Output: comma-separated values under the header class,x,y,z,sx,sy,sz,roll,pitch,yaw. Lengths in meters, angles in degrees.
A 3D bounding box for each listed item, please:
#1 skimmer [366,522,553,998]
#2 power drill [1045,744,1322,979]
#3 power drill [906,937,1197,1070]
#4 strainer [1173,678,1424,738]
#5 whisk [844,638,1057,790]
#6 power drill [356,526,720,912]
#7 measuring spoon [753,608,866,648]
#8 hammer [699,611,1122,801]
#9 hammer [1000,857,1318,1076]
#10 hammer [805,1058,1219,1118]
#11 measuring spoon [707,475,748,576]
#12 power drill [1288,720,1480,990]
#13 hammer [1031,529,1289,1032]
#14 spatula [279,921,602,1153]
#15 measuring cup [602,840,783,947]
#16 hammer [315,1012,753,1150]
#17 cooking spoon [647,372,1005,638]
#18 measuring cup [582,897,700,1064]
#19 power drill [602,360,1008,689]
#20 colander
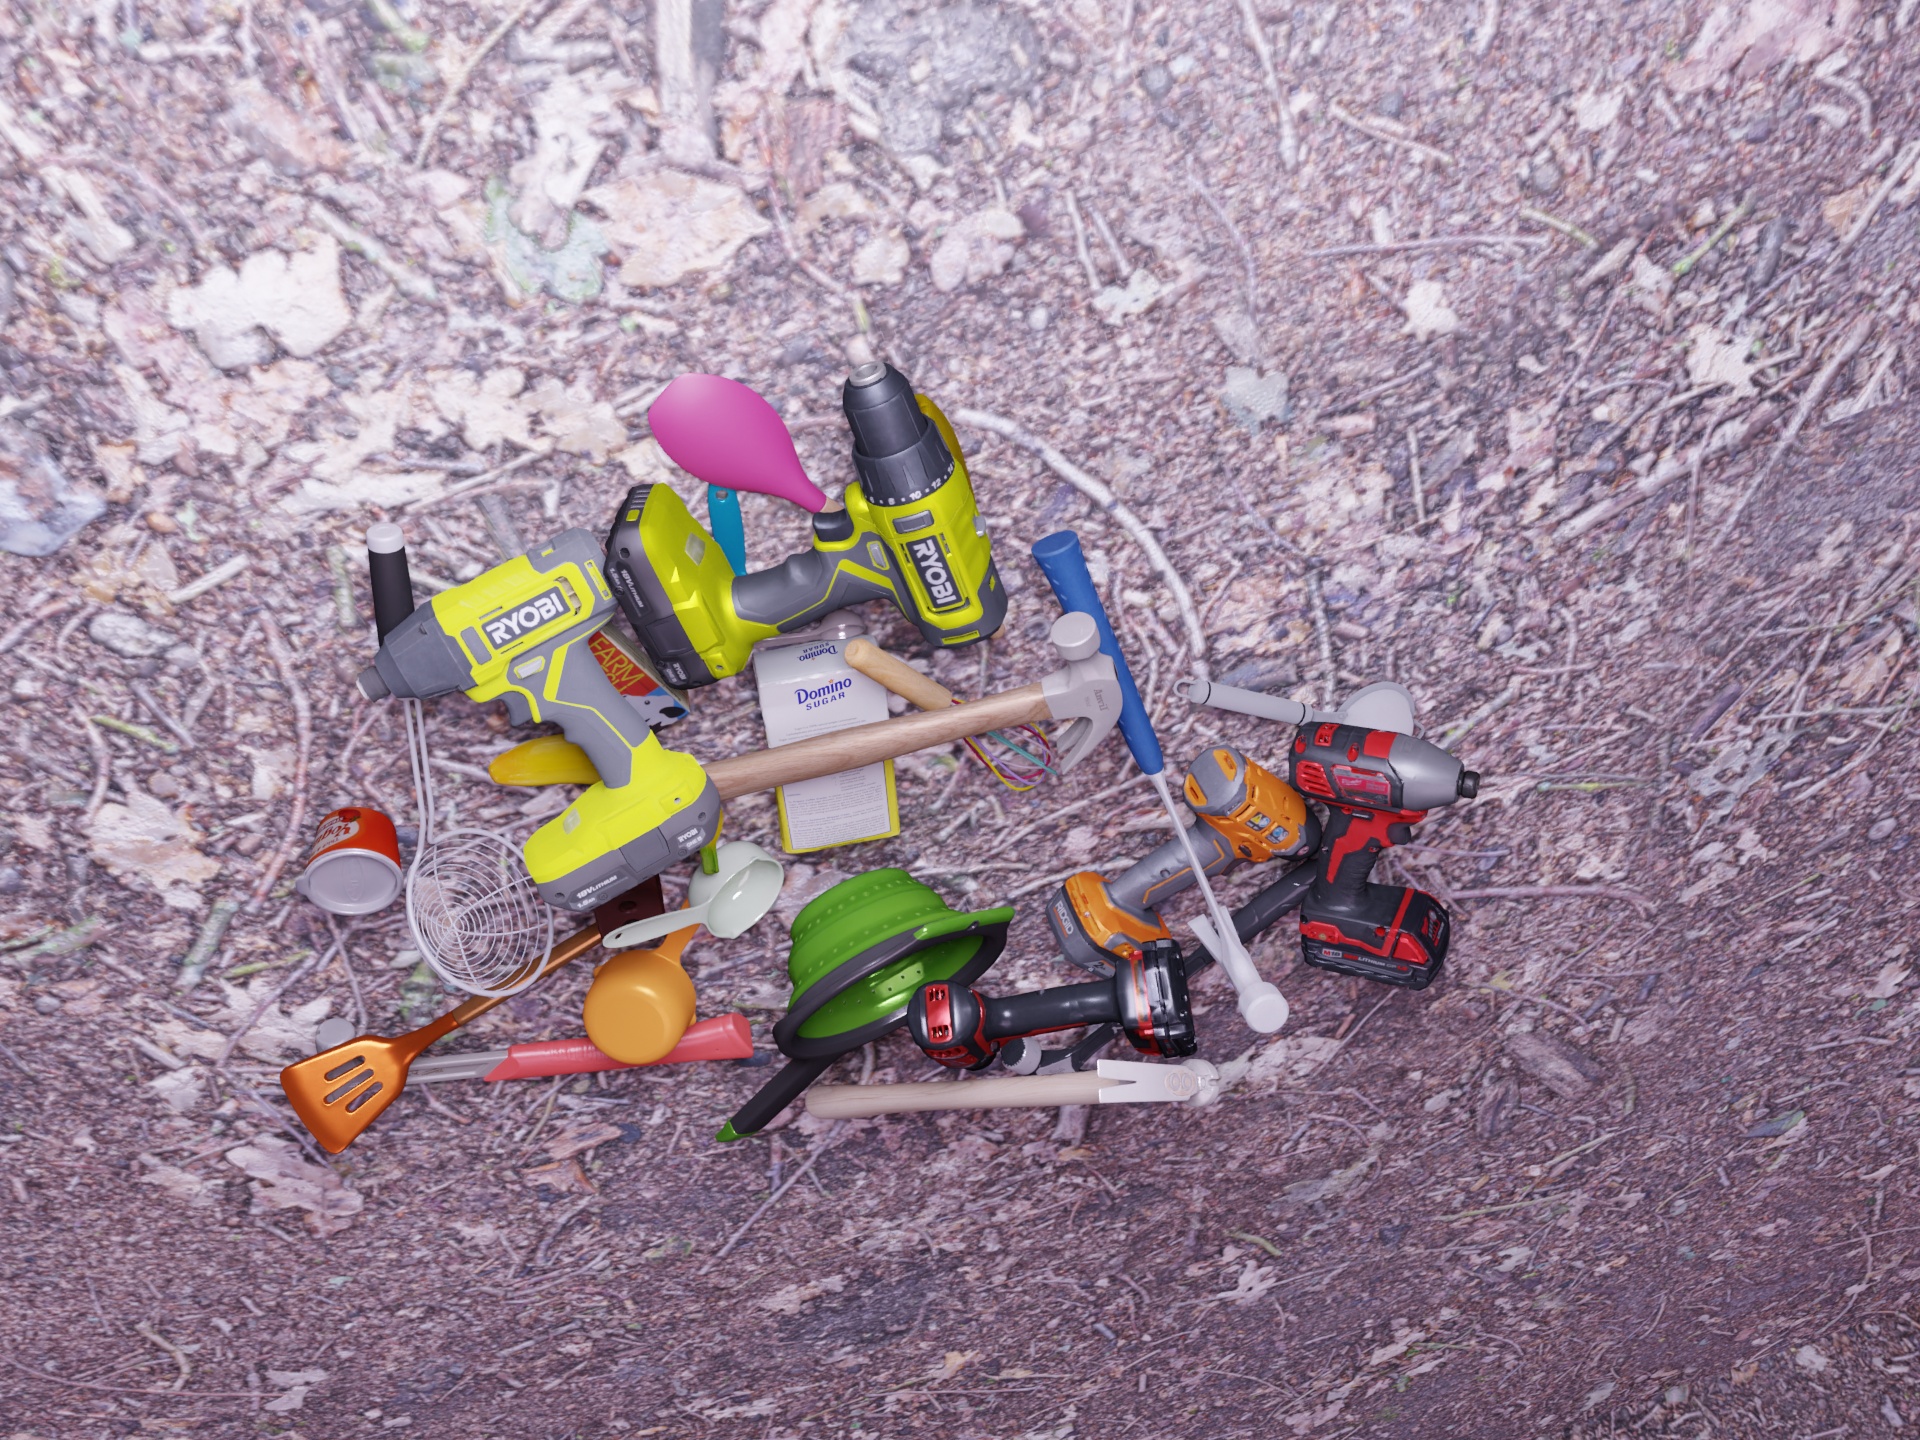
class,x,y,z,sx,sy,sz,roll,pitch,yaw
skimmer,-0.344,0.035,1.093,0.090,0.127,0.363,13,126,11
power drill,0.202,0.133,1.364,0.164,0.084,0.226,30,114,-37
power drill,0.077,0.248,1.317,0.226,0.080,0.187,-9,158,7
strainer,0.284,-0.001,1.292,0.258,0.050,0.087,11,112,-22
whisk,-0.002,-0.002,1.167,0.047,0.051,0.244,-48,138,11
power drill,-0.269,0.007,1.043,0.171,0.080,0.223,-29,117,-9
measuring spoon,-0.129,-0.064,1.123,0.124,0.018,0.034,-8,168,-2
hammer,-0.048,0.014,1.120,0.331,0.031,0.129,-14,139,12
hammer,0.228,0.226,1.488,0.409,0.036,0.149,-42,131,21
hammer,0.011,0.320,1.368,0.410,0.038,0.146,-14,160,39
measuring spoon,-0.153,-0.107,1.068,0.042,0.021,0.128,-10,134,-7
power drill,0.339,0.104,1.273,0.143,0.078,0.219,9,127,26
hammer,0.145,0.042,1.190,0.035,0.144,0.405,-26,112,1
spatula,-0.384,0.228,1.272,0.322,0.041,0.081,-31,95,0
measuring cup,-0.212,0.138,1.224,0.167,0.038,0.083,-14,133,-44
hammer,-0.360,0.298,1.373,0.359,0.037,0.149,-3,133,-14
cooking spoon,-0.076,-0.132,1.070,0.068,0.017,0.318,-45,130,15
measuring cup,-0.246,0.206,1.296,0.095,0.052,0.173,29,112,-6
power drill,-0.101,-0.115,0.997,0.228,0.080,0.190,-13,128,14
colander,-0.117,0.233,1.341,0.204,0.095,0.397,-4,147,-46
